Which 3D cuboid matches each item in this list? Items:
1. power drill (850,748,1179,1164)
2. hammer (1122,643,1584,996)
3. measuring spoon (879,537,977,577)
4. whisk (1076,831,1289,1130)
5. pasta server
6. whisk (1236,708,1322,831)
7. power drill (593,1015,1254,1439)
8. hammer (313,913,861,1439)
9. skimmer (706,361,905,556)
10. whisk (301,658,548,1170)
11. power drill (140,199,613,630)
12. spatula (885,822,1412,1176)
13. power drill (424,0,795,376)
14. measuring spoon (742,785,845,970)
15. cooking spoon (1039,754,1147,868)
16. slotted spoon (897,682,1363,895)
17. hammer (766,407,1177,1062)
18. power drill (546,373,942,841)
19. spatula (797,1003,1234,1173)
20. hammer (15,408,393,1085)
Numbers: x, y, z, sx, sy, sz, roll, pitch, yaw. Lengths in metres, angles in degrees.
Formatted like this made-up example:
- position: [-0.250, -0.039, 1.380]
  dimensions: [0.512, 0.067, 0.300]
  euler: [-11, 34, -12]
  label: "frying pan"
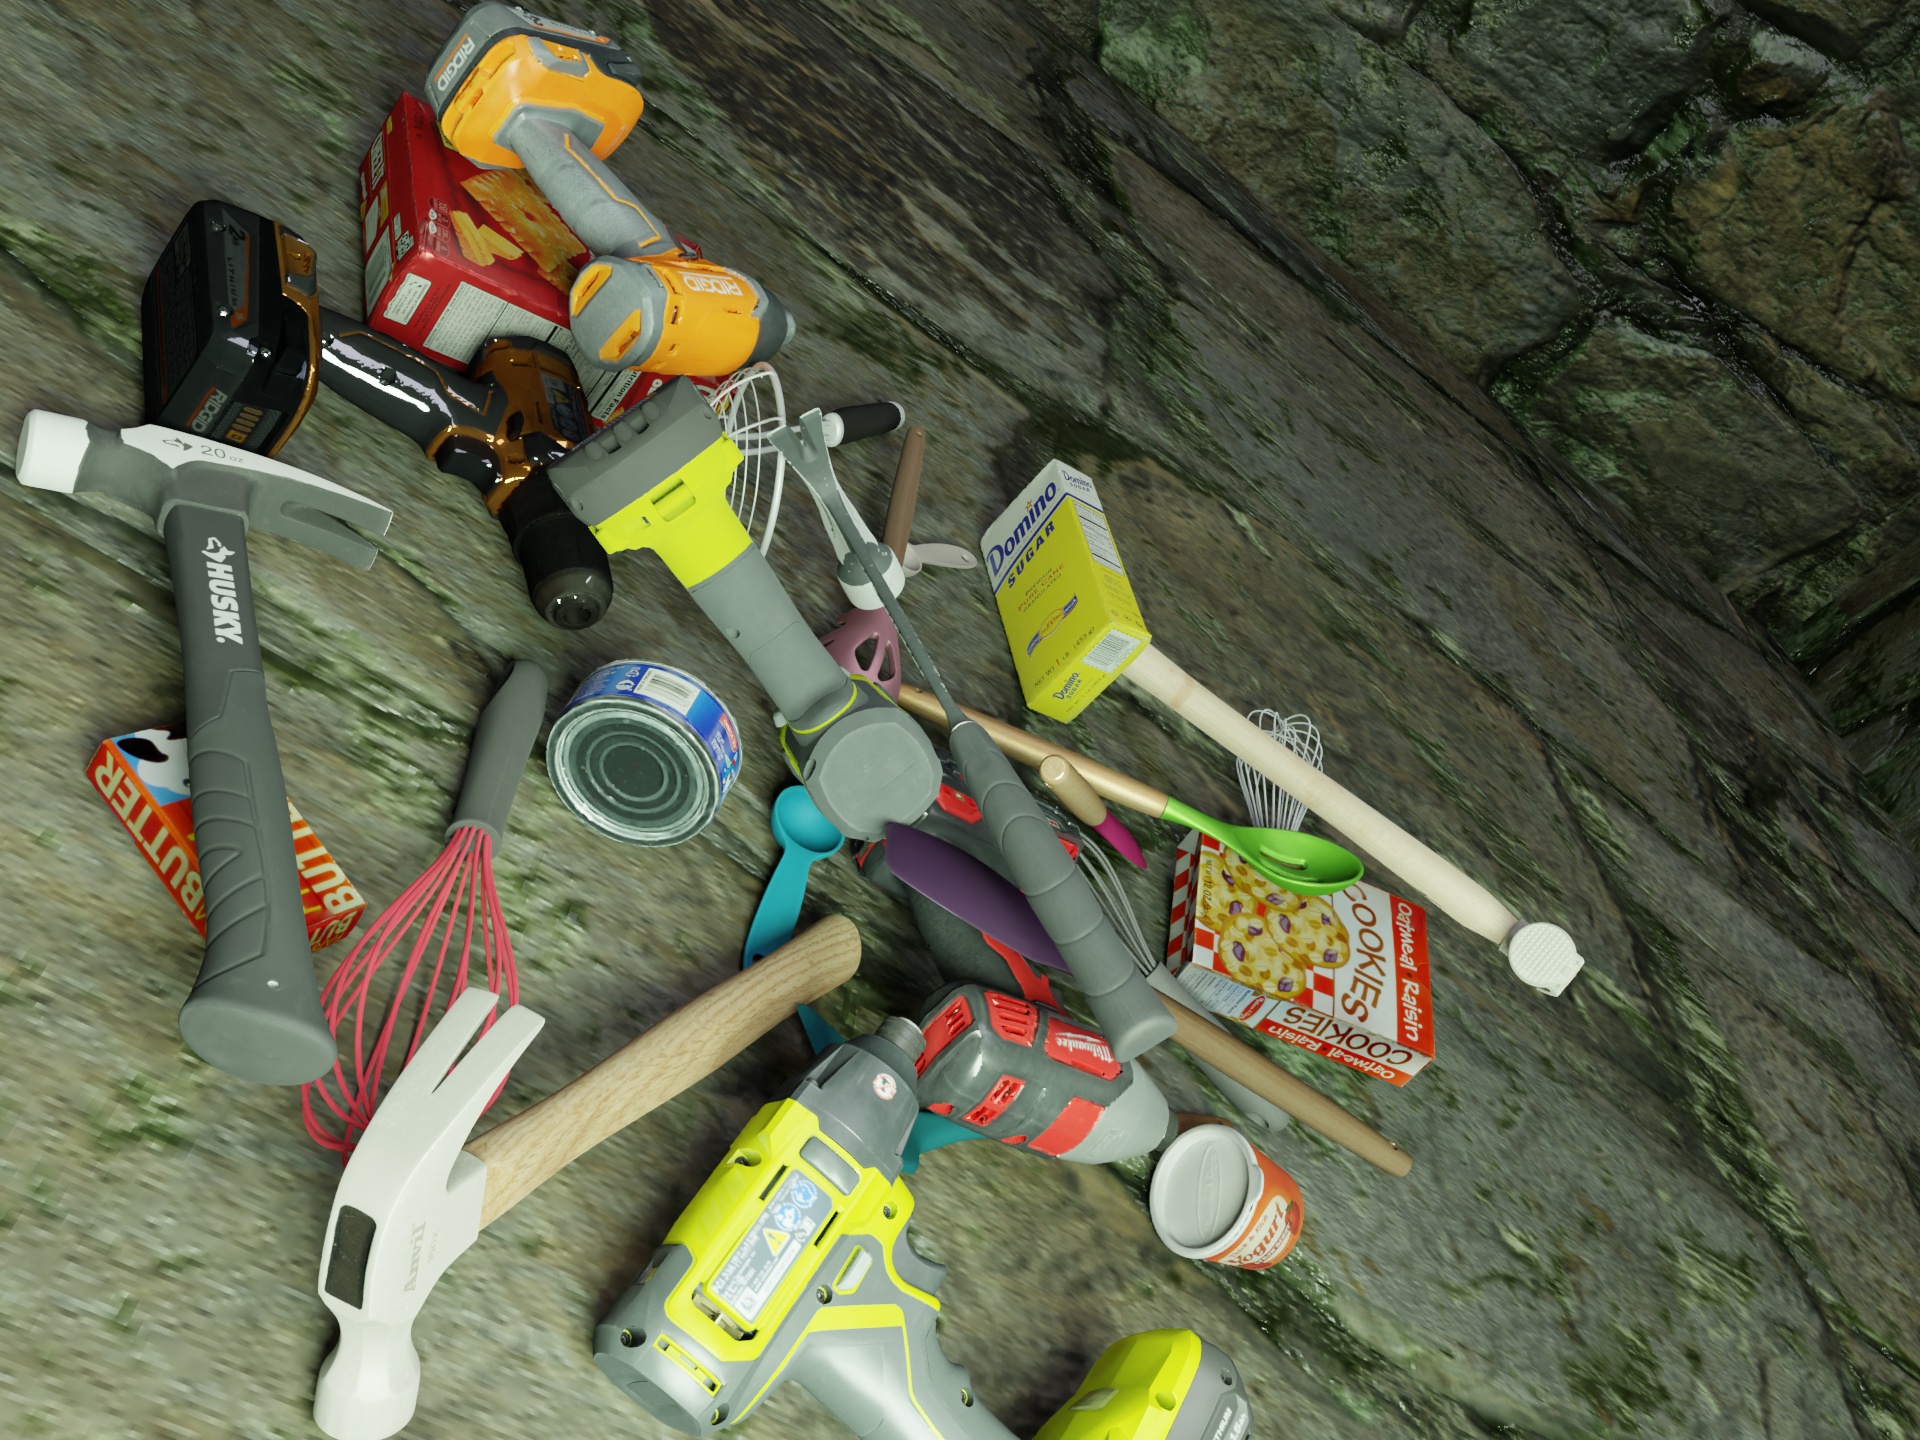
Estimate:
- position: [0.027, 0.121, 0.785]
  dimensions: [0.143, 0.078, 0.220]
  euler: [27, 24, -29]
  label: "power drill"
- position: [0.239, 0.046, 1.085]
  dimensions: [0.411, 0.038, 0.146]
  euler: [39, 4, 25]
  label: "hammer"
- position: [-0.023, -0.112, 1.116]
  dimensions: [0.034, 0.018, 0.124]
  euler: [56, 25, 14]
  label: "measuring spoon"
- position: [0.112, 0.148, 0.928]
  dimensions: [0.239, 0.055, 0.055]
  euler: [48, 30, -1]
  label: "whisk"
- position: [-0.049, -0.104, 1.029]
  dimensions: [0.060, 0.040, 0.316]
  euler: [32, 35, -19]
  label: "pasta server"
- position: [0.224, 0.087, 1.128]
  dimensions: [0.070, 0.070, 0.285]
  euler: [36, 37, -15]
  label: "whisk"
- position: [-0.004, 0.236, 0.609]
  dimensions: [0.223, 0.080, 0.171]
  euler: [42, 55, -5]
  label: "power drill"
- position: [-0.121, 0.134, 0.626]
  dimensions: [0.031, 0.130, 0.331]
  euler: [17, 16, 19]
  label: "hammer"
- position: [-0.083, -0.177, 1.041]
  dimensions: [0.090, 0.127, 0.363]
  euler: [17, 20, 14]
  label: "skimmer"
- position: [-0.201, 0.061, 0.646]
  dimensions: [0.073, 0.073, 0.296]
  euler: [31, 28, -23]
  label: "whisk"
- position: [-0.273, -0.141, 0.787]
  dimensions: [0.226, 0.084, 0.186]
  euler: [17, 42, -45]
  label: "power drill"
- position: [0.094, 0.136, 0.750]
  dimensions: [0.315, 0.018, 0.060]
  euler: [34, 21, -15]
  label: "spatula"
- position: [-0.193, -0.297, 0.928]
  dimensions: [0.226, 0.084, 0.164]
  euler: [57, 30, 10]
  label: "power drill"
- position: [-0.091, 0.085, 0.795]
  dimensions: [0.042, 0.021, 0.129]
  euler: [33, 41, -16]
  label: "measuring spoon"
- position: [0.072, 0.048, 0.885]
  dimensions: [0.069, 0.017, 0.318]
  euler: [41, 0, 14]
  label: "cooking spoon"
- position: [0.102, 0.043, 0.989]
  dimensions: [0.313, 0.031, 0.070]
  euler: [23, 23, -4]
  label: "slotted spoon"
- position: [-0.001, -0.002, 0.765]
  dimensions: [0.409, 0.036, 0.149]
  euler: [60, -2, 42]
  label: "hammer"
- position: [-0.103, -0.054, 0.793]
  dimensions: [0.228, 0.080, 0.191]
  euler: [55, -4, -17]
  label: "power drill"
- position: [0.043, 0.195, 0.790]
  dimensions: [0.317, 0.044, 0.082]
  euler: [15, 32, -42]
  label: "spatula"
- position: [-0.273, -0.003, 0.605]
  dimensions: [0.146, 0.035, 0.335]
  euler: [10, 36, -38]
  label: "hammer"
